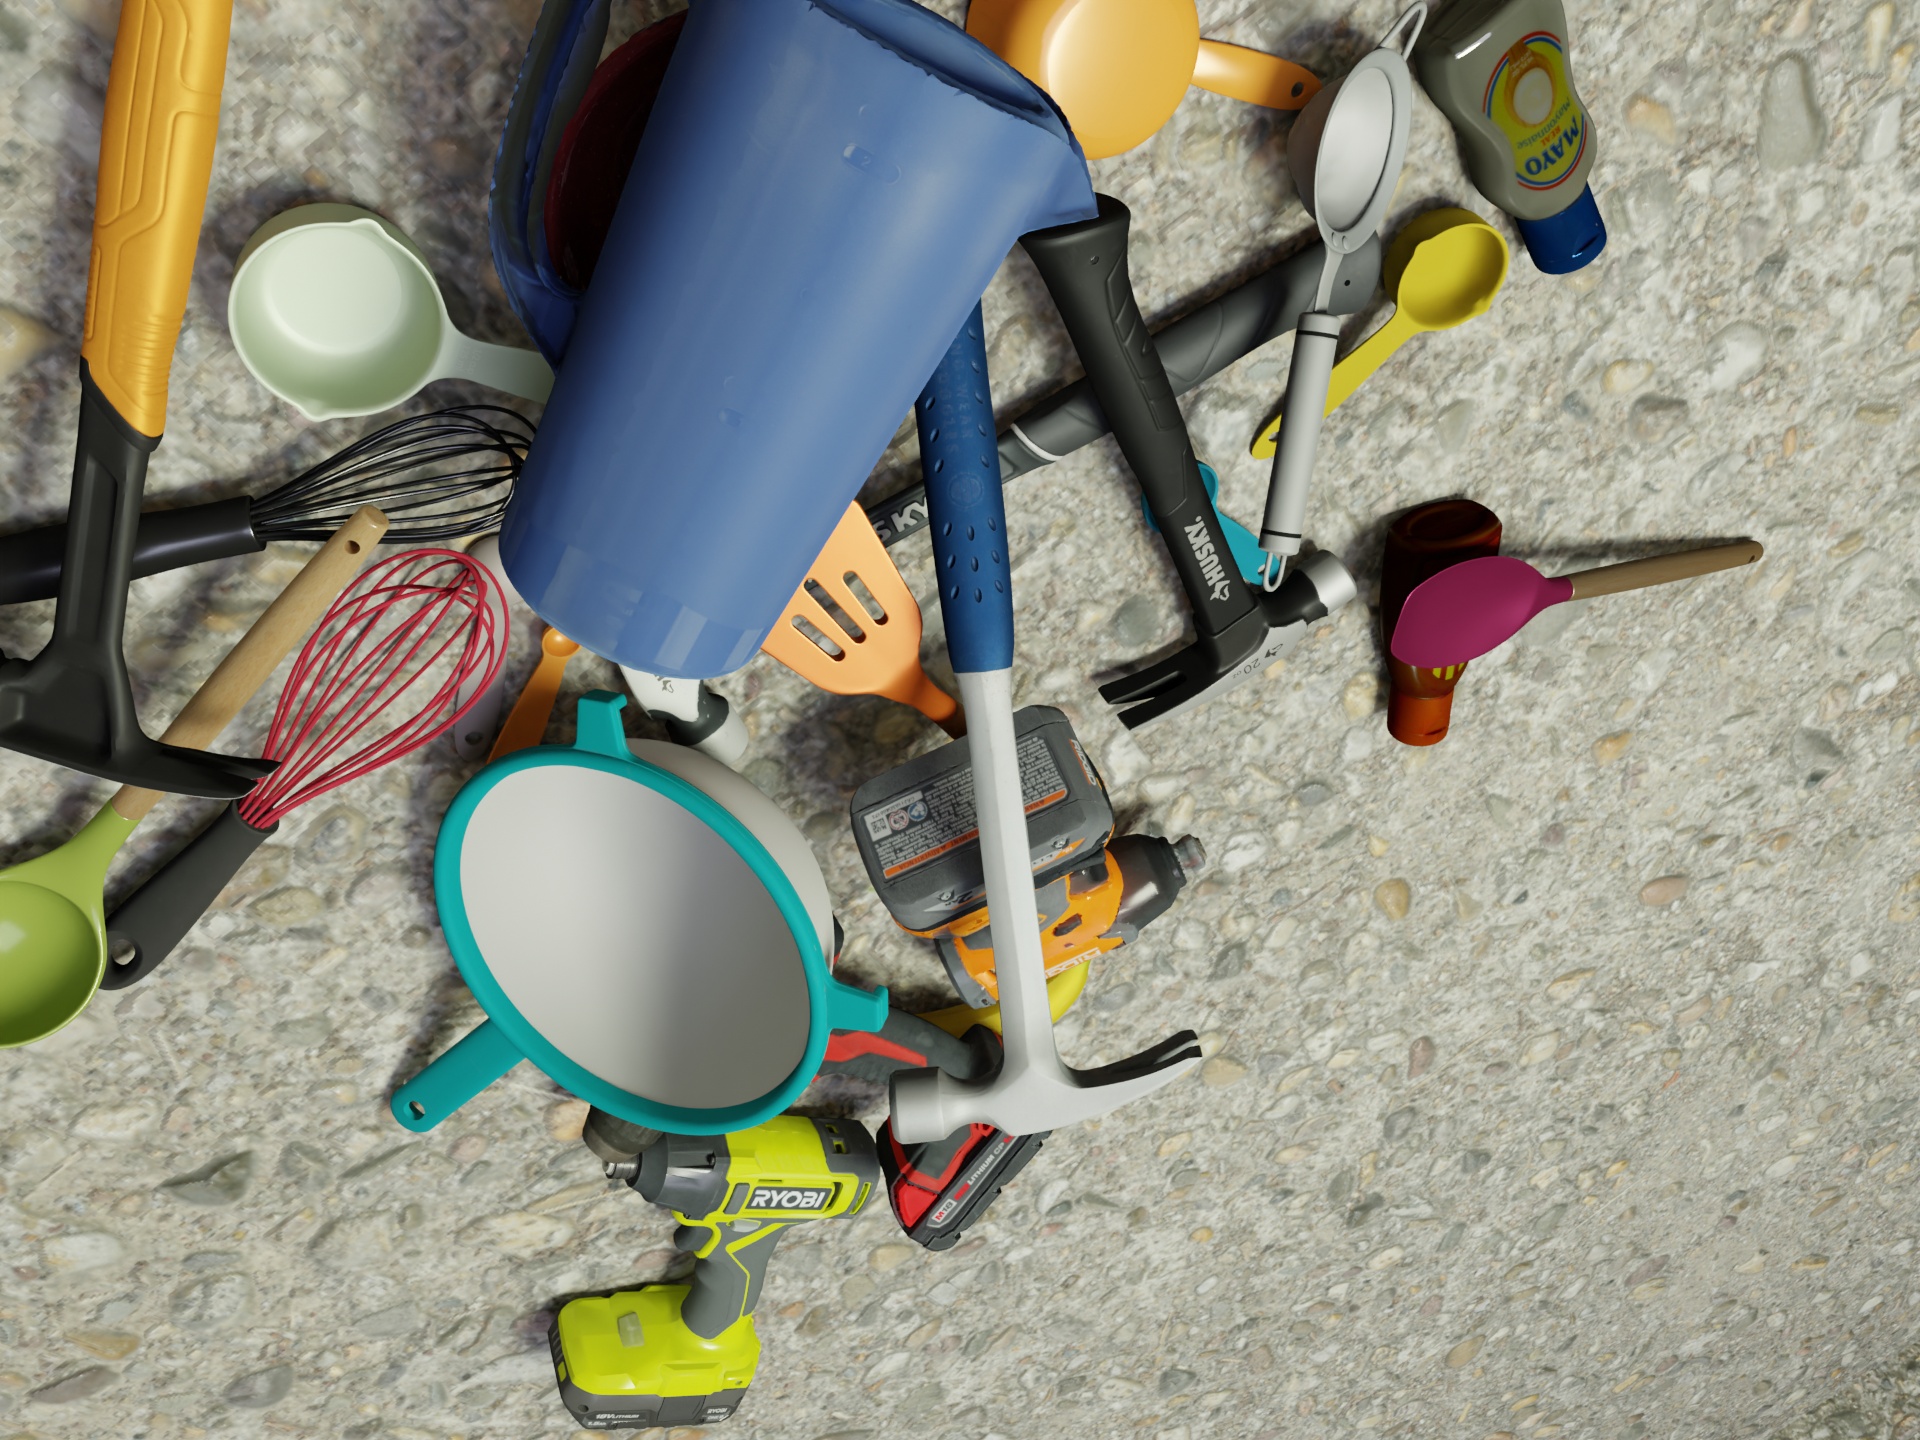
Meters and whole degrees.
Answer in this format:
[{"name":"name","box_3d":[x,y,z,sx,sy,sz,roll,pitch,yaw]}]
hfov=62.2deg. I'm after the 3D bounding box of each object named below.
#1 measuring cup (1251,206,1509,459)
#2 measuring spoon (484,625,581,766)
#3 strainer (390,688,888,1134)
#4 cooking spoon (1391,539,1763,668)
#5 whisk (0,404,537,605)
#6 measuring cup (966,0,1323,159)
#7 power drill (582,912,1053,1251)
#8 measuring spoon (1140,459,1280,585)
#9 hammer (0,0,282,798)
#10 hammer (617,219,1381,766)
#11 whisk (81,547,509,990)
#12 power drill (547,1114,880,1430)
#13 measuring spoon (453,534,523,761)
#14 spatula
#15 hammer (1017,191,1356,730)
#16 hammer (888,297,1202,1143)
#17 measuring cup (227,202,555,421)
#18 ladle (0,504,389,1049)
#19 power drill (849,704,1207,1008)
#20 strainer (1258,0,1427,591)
[{"name":"measuring cup","box_3d":[0.201,-0.191,0.793,0.062,0.029,0.156,26,124,-37]},{"name":"measuring spoon","box_3d":[-0.207,-0.002,0.757,0.021,0.011,0.117,8,125,-37]},{"name":"strainer","box_3d":[-0.181,0.119,0.805,0.211,0.095,0.340,49,126,-6]},{"name":"cooking spoon","box_3d":[0.363,-0.079,0.917,0.318,0.017,0.068,-11,128,-30]},{"name":"whisk","box_3d":[-0.284,-0.082,0.636,0.239,0.055,0.055,-14,130,-9]},{"name":"measuring cup","box_3d":[0.089,-0.269,0.654,0.173,0.052,0.095,3,124,-25]},{"name":"power drill","box_3d":[-0.082,0.211,0.903,0.226,0.080,0.188,36,99,-22]},{"name":"measuring spoon","box_3d":[0.133,-0.103,0.834,0.042,0.021,0.128,-45,140,14]},{"name":"hammer","box_3d":[-0.284,-0.133,0.558,0.127,0.034,0.336,17,110,-2]},{"name":"hammer","box_3d":[0.016,-0.126,0.746,0.409,0.036,0.149,-30,131,-1]},{"name":"whisk","box_3d":[-0.302,0.029,0.706,0.296,0.073,0.073,-41,132,18]},{"name":"power drill","box_3d":[-0.169,0.338,0.999,0.171,0.080,0.223,12,116,-31]},{"name":"measuring spoon","box_3d":[-0.215,-0.028,0.726,0.034,0.018,0.124,2,125,-27]},{"name":"spatula","box_3d":[-0.001,-0.003,0.808,0.081,0.041,0.322,-40,145,7]},{"name":"hammer","box_3d":[0.093,-0.113,0.746,0.146,0.035,0.334,-35,143,1]},{"name":"hammer","box_3d":[0.017,-0.013,0.700,0.144,0.035,0.405,-7,99,2]},{"name":"measuring cup","box_3d":[-0.198,-0.151,0.626,0.167,0.038,0.083,10,121,-33]},{"name":"ladle","box_3d":[-0.335,0.027,0.660,0.078,0.062,0.320,37,114,-28]},{"name":"power drill","box_3d":[0.045,0.076,0.846,0.164,0.084,0.226,-25,153,4]},{"name":"strainer","box_3d":[0.159,-0.185,0.713,0.087,0.050,0.258,-7,109,-53]}]
